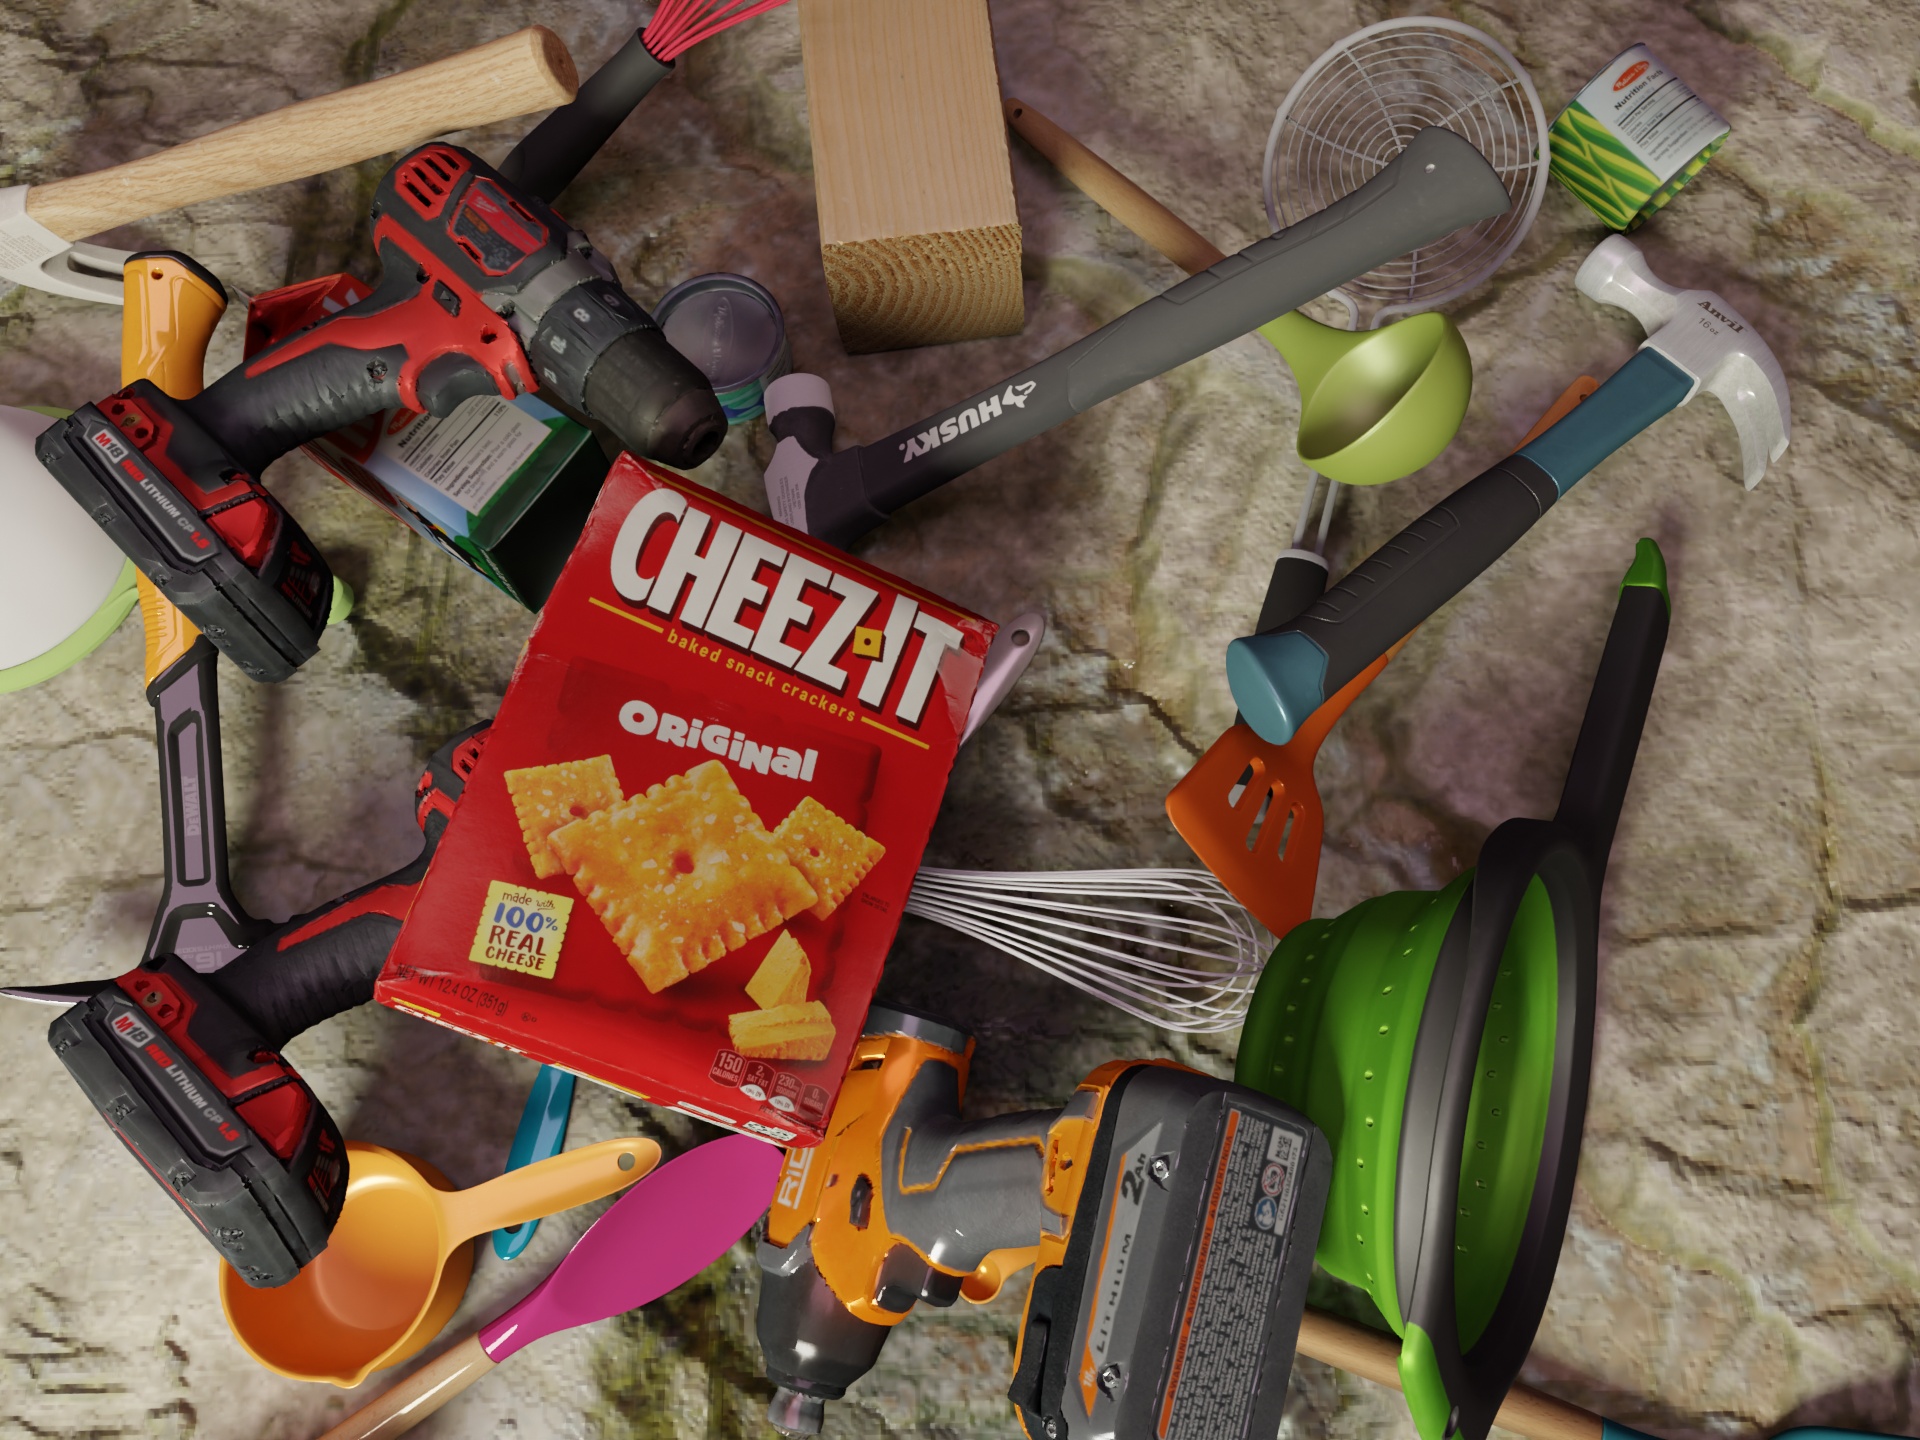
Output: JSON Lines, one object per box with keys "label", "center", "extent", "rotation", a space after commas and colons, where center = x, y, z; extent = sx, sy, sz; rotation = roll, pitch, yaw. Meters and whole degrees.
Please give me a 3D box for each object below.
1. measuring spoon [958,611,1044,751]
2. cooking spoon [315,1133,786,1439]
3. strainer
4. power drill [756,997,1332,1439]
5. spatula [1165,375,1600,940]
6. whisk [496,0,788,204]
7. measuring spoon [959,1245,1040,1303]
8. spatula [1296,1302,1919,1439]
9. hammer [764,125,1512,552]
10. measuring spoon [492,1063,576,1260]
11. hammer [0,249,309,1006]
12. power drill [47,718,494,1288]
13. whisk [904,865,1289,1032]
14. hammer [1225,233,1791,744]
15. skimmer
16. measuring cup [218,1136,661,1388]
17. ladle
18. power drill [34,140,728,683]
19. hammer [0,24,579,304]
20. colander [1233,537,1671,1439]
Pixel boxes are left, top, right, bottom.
{"label": "measuring spoon", "center": [-0.001, -0.002, 0.703], "extent": [0.034, 0.018, 0.124], "rotation": [34, 76, 14]}
{"label": "cooking spoon", "center": [-0.204, 0.257, 0.617], "extent": [0.319, 0.068, 0.017], "rotation": [-35, 45, -3]}
{"label": "strainer", "center": [-0.409, -0.083, 0.729], "extent": [0.256, 0.069, 0.151], "rotation": [10, 72, 8]}
{"label": "power drill", "center": [0.008, 0.187, 0.552], "extent": [0.084, 0.226, 0.164], "rotation": [27, 71, -33]}
{"label": "spatula", "center": [0.194, -0.045, 0.674], "extent": [0.081, 0.041, 0.323], "rotation": [47, 69, -11]}
{"label": "whisk", "center": [-0.128, -0.324, 0.736], "extent": [0.296, 0.073, 0.073], "rotation": [-32, 69, 30]}
{"label": "measuring spoon", "center": [0.048, 0.196, 0.640], "extent": [0.117, 0.011, 0.021], "rotation": [-31, 72, -11]}
{"label": "spatula", "center": [0.213, 0.256, 0.590], "extent": [0.317, 0.044, 0.082], "rotation": [17, 76, 10]}
{"label": "hammer", "center": [0.060, -0.143, 0.659], "extent": [0.335, 0.035, 0.146], "rotation": [-23, 64, 25]}
{"label": "measuring spoon", "center": [-0.173, 0.157, 0.658], "extent": [0.042, 0.021, 0.129], "rotation": [9, 71, 7]}
{"label": "hammer", "center": [-0.348, -0.045, 0.692], "extent": [0.127, 0.034, 0.337], "rotation": [-5, 80, -14]}
{"label": "power drill", "center": [-0.213, 0.101, 0.621], "extent": [0.143, 0.078, 0.220], "rotation": [35, 55, 22]}
{"label": "whisk", "center": [0.000, 0.075, 0.662], "extent": [0.284, 0.070, 0.070], "rotation": [11, 72, 12]}
{"label": "hammer", "center": [0.230, -0.095, 0.668], "extent": [0.331, 0.033, 0.128], "rotation": [-36, 69, -24]}
{"label": "skimmer", "center": [0.168, -0.135, 0.699], "extent": [0.127, 0.090, 0.363], "rotation": [15, 73, 9]}
{"label": "measuring cup", "center": [-0.198, 0.200, 0.631], "extent": [0.173, 0.052, 0.095], "rotation": [-17, 71, -4]}
{"label": "ladle", "center": [0.103, -0.209, 0.705], "extent": [0.078, 0.062, 0.320], "rotation": [-47, 56, 12]}
{"label": "power drill", "center": [-0.226, -0.119, 0.652], "extent": [0.188, 0.080, 0.227], "rotation": [42, 74, 15]}
{"label": "hammer", "center": [-0.323, -0.254, 0.721], "extent": [0.331, 0.130, 0.031], "rotation": [-8, 72, 18]}
{"label": "colander", "center": [0.194, 0.072, 0.617], "extent": [0.094, 0.204, 0.397], "rotation": [6, 51, 33]}
